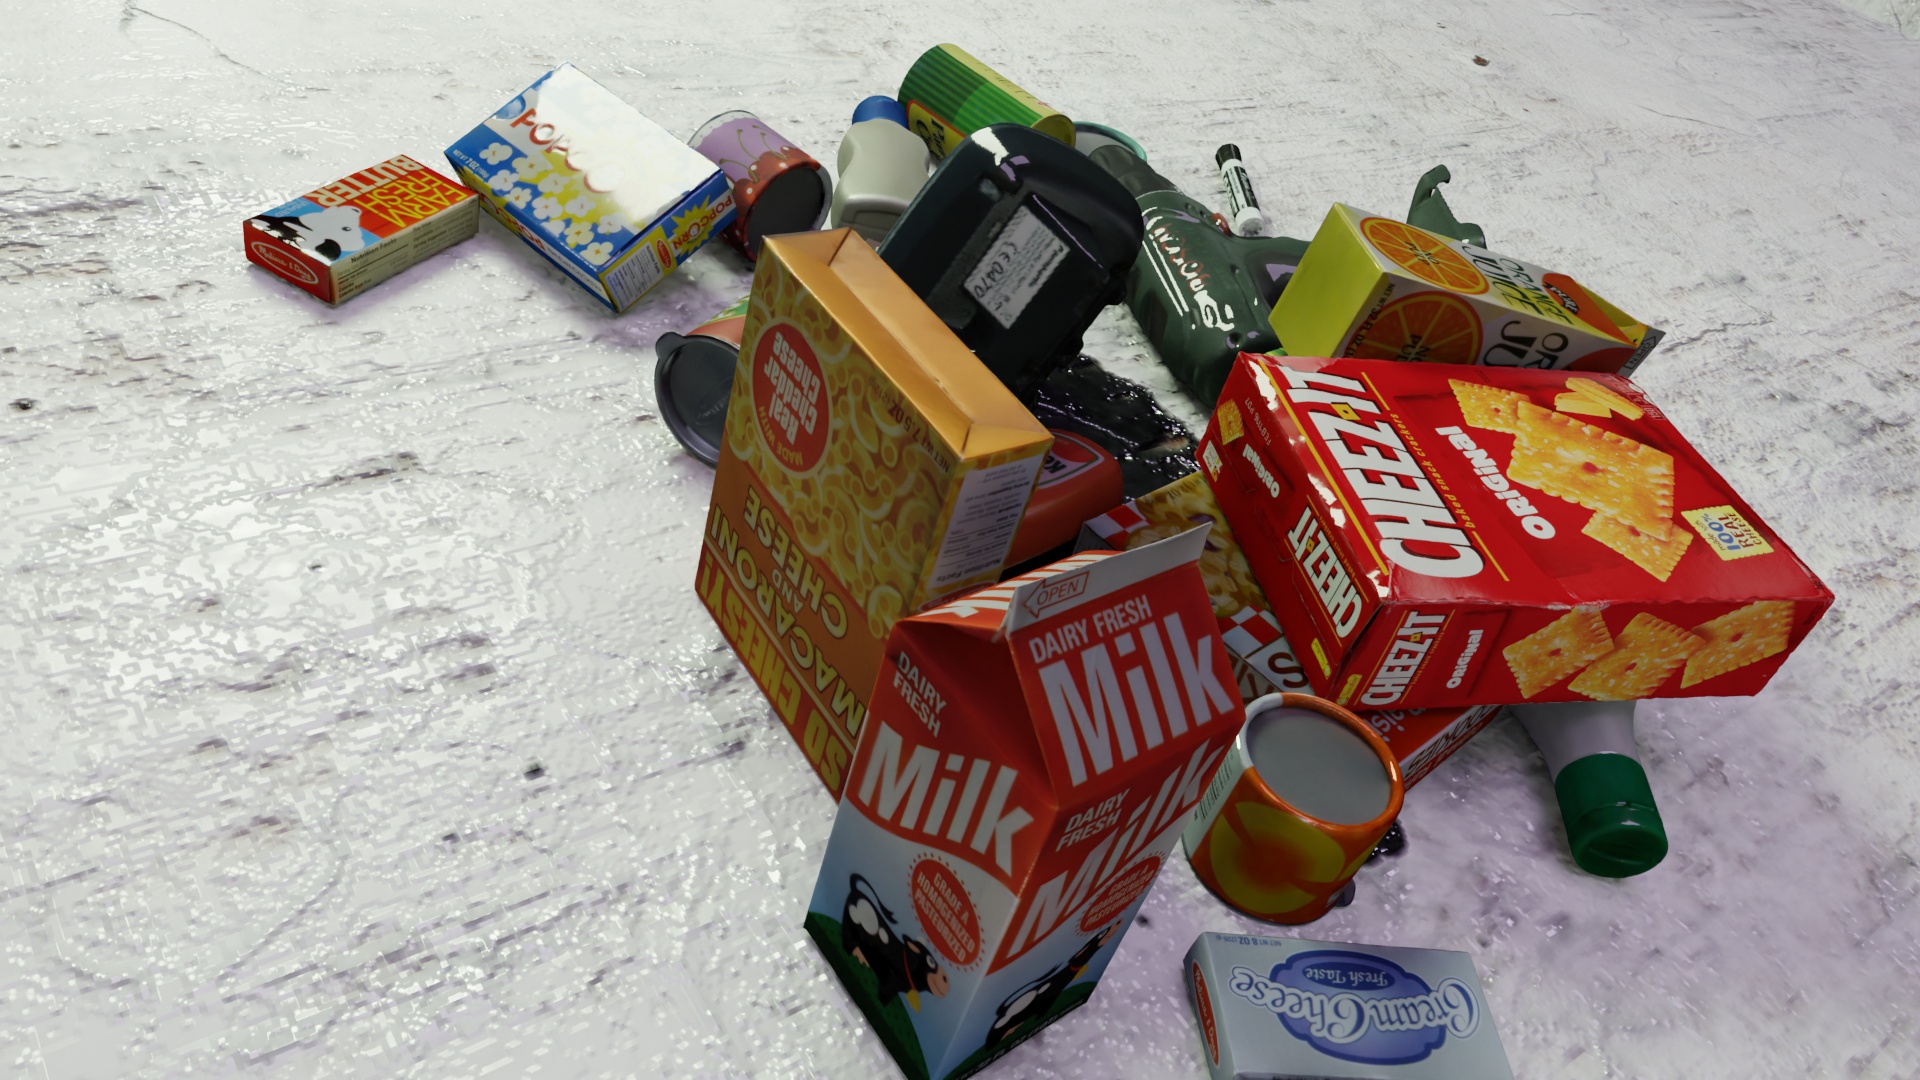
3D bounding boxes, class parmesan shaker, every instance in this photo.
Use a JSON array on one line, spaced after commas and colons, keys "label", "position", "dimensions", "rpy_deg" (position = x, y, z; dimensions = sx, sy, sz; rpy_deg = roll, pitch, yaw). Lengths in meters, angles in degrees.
[{"label": "parmesan shaker", "position": [0.016, -0.267, 0.900], "dimensions": [0.071, 0.071, 0.103], "rpy_deg": [-25, 55, -40]}]

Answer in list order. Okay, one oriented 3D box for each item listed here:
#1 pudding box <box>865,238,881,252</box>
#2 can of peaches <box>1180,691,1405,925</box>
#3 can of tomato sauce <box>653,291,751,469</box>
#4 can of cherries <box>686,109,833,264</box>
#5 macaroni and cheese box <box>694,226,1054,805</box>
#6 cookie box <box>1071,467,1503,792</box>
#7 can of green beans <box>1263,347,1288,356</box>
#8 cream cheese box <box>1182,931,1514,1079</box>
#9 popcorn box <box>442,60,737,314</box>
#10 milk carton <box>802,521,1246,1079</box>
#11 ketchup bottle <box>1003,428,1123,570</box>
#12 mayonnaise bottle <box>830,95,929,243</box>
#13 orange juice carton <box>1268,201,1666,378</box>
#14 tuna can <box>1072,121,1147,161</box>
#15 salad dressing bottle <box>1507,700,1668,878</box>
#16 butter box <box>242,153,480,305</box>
[{"label": "pudding box", "position": [-0.044, -0.123, 0.733], "dimensions": [0.050, 0.030, 0.084], "rpy_deg": [23, 40, 4]}, {"label": "can of peaches", "position": [0.125, 0.100, 0.519], "dimensions": [0.071, 0.057, 0.071], "rpy_deg": [11, 39, -9]}, {"label": "can of tomato sauce", "position": [-0.090, -0.080, 0.637], "dimensions": [0.071, 0.070, 0.083], "rpy_deg": [28, 39, 11]}, {"label": "can of cherries", "position": [-0.114, -0.190, 0.757], "dimensions": [0.058, 0.071, 0.072], "rpy_deg": [40, 44, 22]}, {"label": "macaroni and cheese box", "position": [-0.039, -0.006, 0.492], "dimensions": [0.040, 0.165, 0.124], "rpy_deg": [-15, 50, -35]}, {"label": "cookie box", "position": [0.147, 0.037, 0.616], "dimensions": [0.123, 0.040, 0.168], "rpy_deg": [-23, 53, -39]}, {"label": "can of green beans", "position": [0.173, -0.057, 0.714], "dimensions": [0.071, 0.071, 0.058], "rpy_deg": [-5, 44, -26]}, {"label": "cream cheese box", "position": [0.131, 0.165, 0.472], "dimensions": [0.104, 0.024, 0.053], "rpy_deg": [8, 42, -13]}, {"label": "popcorn box", "position": [-0.189, -0.183, 0.714], "dimensions": [0.127, 0.038, 0.085], "rpy_deg": [37, 71, 21]}, {"label": "milk carton", "position": [0.017, 0.073, 0.403], "dimensions": [0.072, 0.189, 0.073], "rpy_deg": [-18, 51, -36]}, {"label": "ketchup bottle", "position": [0.002, -0.008, 0.604], "dimensions": [0.065, 0.043, 0.149], "rpy_deg": [22, 34, 40]}, {"label": "mayonnaise bottle", "position": [-0.046, -0.223, 0.842], "dimensions": [0.065, 0.041, 0.149], "rpy_deg": [9, 39, -13]}, {"label": "orange juice carton", "position": [0.263, -0.101, 0.705], "dimensions": [0.193, 0.071, 0.073], "rpy_deg": [12, 37, -19]}, {"label": "tuna can", "position": [0.090, -0.254, 0.937], "dimensions": [0.071, 0.032, 0.071], "rpy_deg": [11, 40, -9]}, {"label": "salad dressing bottle", "position": [0.273, 0.078, 0.615], "dimensions": [0.064, 0.043, 0.148], "rpy_deg": [16, 40, -6]}, {"label": "butter box", "position": [-0.289, -0.153, 0.677], "dimensions": [0.053, 0.024, 0.104], "rpy_deg": [27, 40, 10]}]
